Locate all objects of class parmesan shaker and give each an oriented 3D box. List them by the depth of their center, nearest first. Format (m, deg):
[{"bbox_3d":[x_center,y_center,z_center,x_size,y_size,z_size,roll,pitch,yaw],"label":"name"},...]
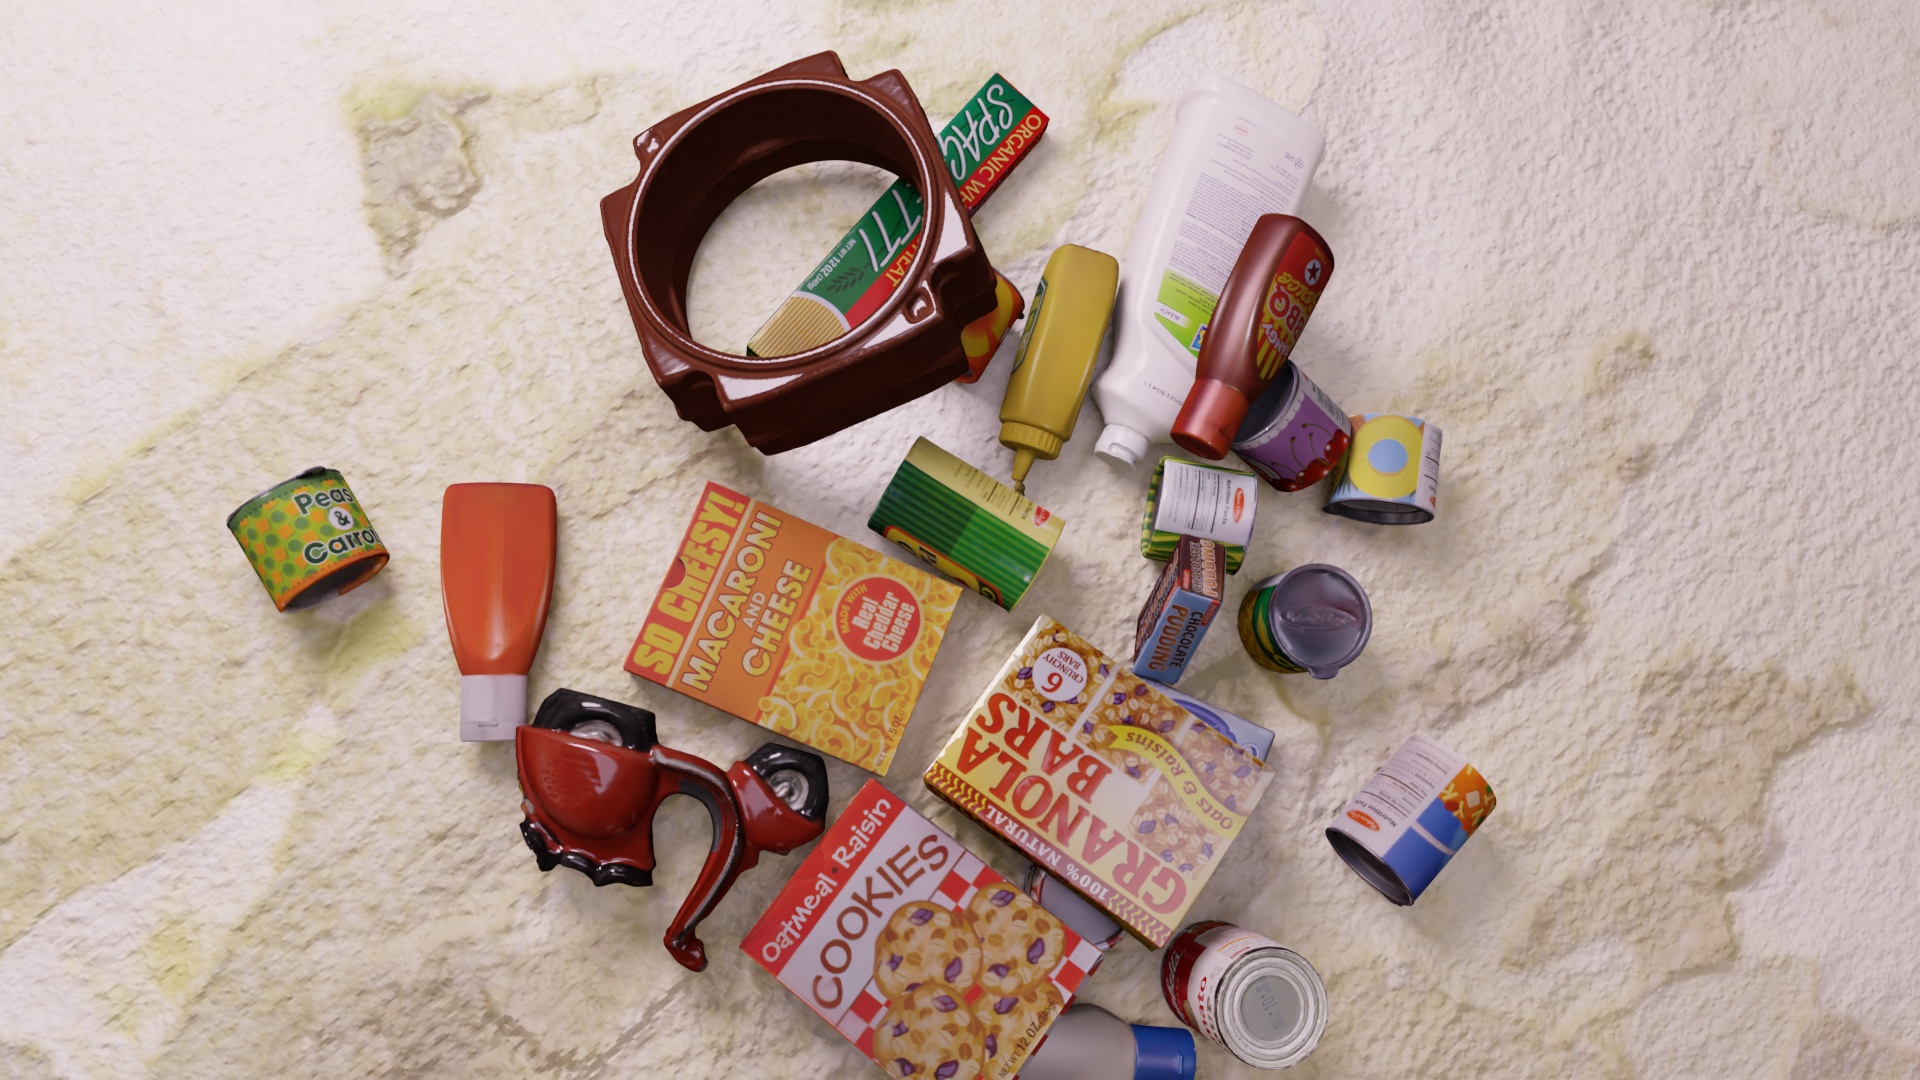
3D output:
[{"bbox_3d":[0.003,-0.011,0.846,0.103,0.071,0.071,31,79,-1],"label":"parmesan shaker"}]

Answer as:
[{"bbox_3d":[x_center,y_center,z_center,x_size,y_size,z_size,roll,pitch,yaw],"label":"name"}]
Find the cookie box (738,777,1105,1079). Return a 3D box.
[{"bbox_3d":[-0.022,0.234,0.791,0.168,0.040,0.123,34,77,18],"label":"cookie box"}]

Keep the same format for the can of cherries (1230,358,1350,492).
[{"bbox_3d":[0.200,-0.071,0.876,0.058,0.071,0.071,36,77,-29],"label":"can of cherries"}]

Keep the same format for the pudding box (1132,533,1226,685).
[{"bbox_3d":[0.132,0.043,0.841,0.030,0.083,0.050,16,45,-4],"label":"pudding box"}]

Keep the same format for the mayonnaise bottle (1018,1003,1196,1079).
[{"bbox_3d":[0.063,0.302,0.820,0.148,0.041,0.065,7,78,-9],"label":"mayonnaise bottle"}]

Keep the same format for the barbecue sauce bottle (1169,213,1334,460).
[{"bbox_3d":[0.175,-0.121,0.844,0.064,0.044,0.149,36,78,-45],"label":"barbecue sauce bottle"}]

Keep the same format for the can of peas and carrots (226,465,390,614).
[{"bbox_3d":[-0.366,0.000,0.784,0.071,0.071,0.058,-31,88,-12],"label":"can of peas and carrots"}]

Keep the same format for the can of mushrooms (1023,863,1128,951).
[{"bbox_3d":[0.074,0.212,0.838,0.071,0.033,0.071,1,82,-8],"label":"can of mushrooms"}]

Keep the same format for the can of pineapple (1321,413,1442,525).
[{"bbox_3d":[0.270,-0.045,0.891,0.071,0.071,0.058,11,80,-7],"label":"can of pineapple"}]

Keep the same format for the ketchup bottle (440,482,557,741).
[{"bbox_3d":[-0.269,0.041,0.806,0.065,0.043,0.149,0,82,-7],"label":"ketchup bottle"}]

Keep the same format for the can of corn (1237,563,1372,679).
[{"bbox_3d":[0.215,0.053,0.871,0.071,0.058,0.071,1,82,-9],"label":"can of corn"}]

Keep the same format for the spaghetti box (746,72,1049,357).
[{"bbox_3d":[-0.037,-0.195,0.884,0.050,0.028,0.250,40,78,-2],"label":"spaghetti box"}]

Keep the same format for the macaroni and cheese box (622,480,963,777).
[{"bbox_3d":[-0.099,0.053,0.832,0.166,0.040,0.124,23,78,-5],"label":"macaroni and cheese box"}]

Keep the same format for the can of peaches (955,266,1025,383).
[{"bbox_3d":[-0.001,-0.137,0.863,0.071,0.071,0.058,33,78,-3],"label":"can of peaches"}]

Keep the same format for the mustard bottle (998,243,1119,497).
[{"bbox_3d":[0.056,-0.103,0.868,0.049,0.065,0.160,18,84,-4],"label":"mustard bottle"}]

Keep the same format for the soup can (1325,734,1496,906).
[{"bbox_3d":[0.280,0.174,0.861,0.084,0.071,0.071,-44,90,-12],"label":"soup can"}]

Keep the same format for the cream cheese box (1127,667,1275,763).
[{"bbox_3d":[0.139,0.124,0.866,0.104,0.024,0.053,24,79,-4],"label":"cream cheese box"}]

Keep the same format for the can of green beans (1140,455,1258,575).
[{"bbox_3d":[0.148,-0.016,0.865,0.058,0.071,0.071,11,80,-1],"label":"can of green beans"}]

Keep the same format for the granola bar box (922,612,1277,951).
[{"bbox_3d":[0.081,0.140,0.817,0.166,0.039,0.124,34,75,12],"label":"granola bar box"}]
